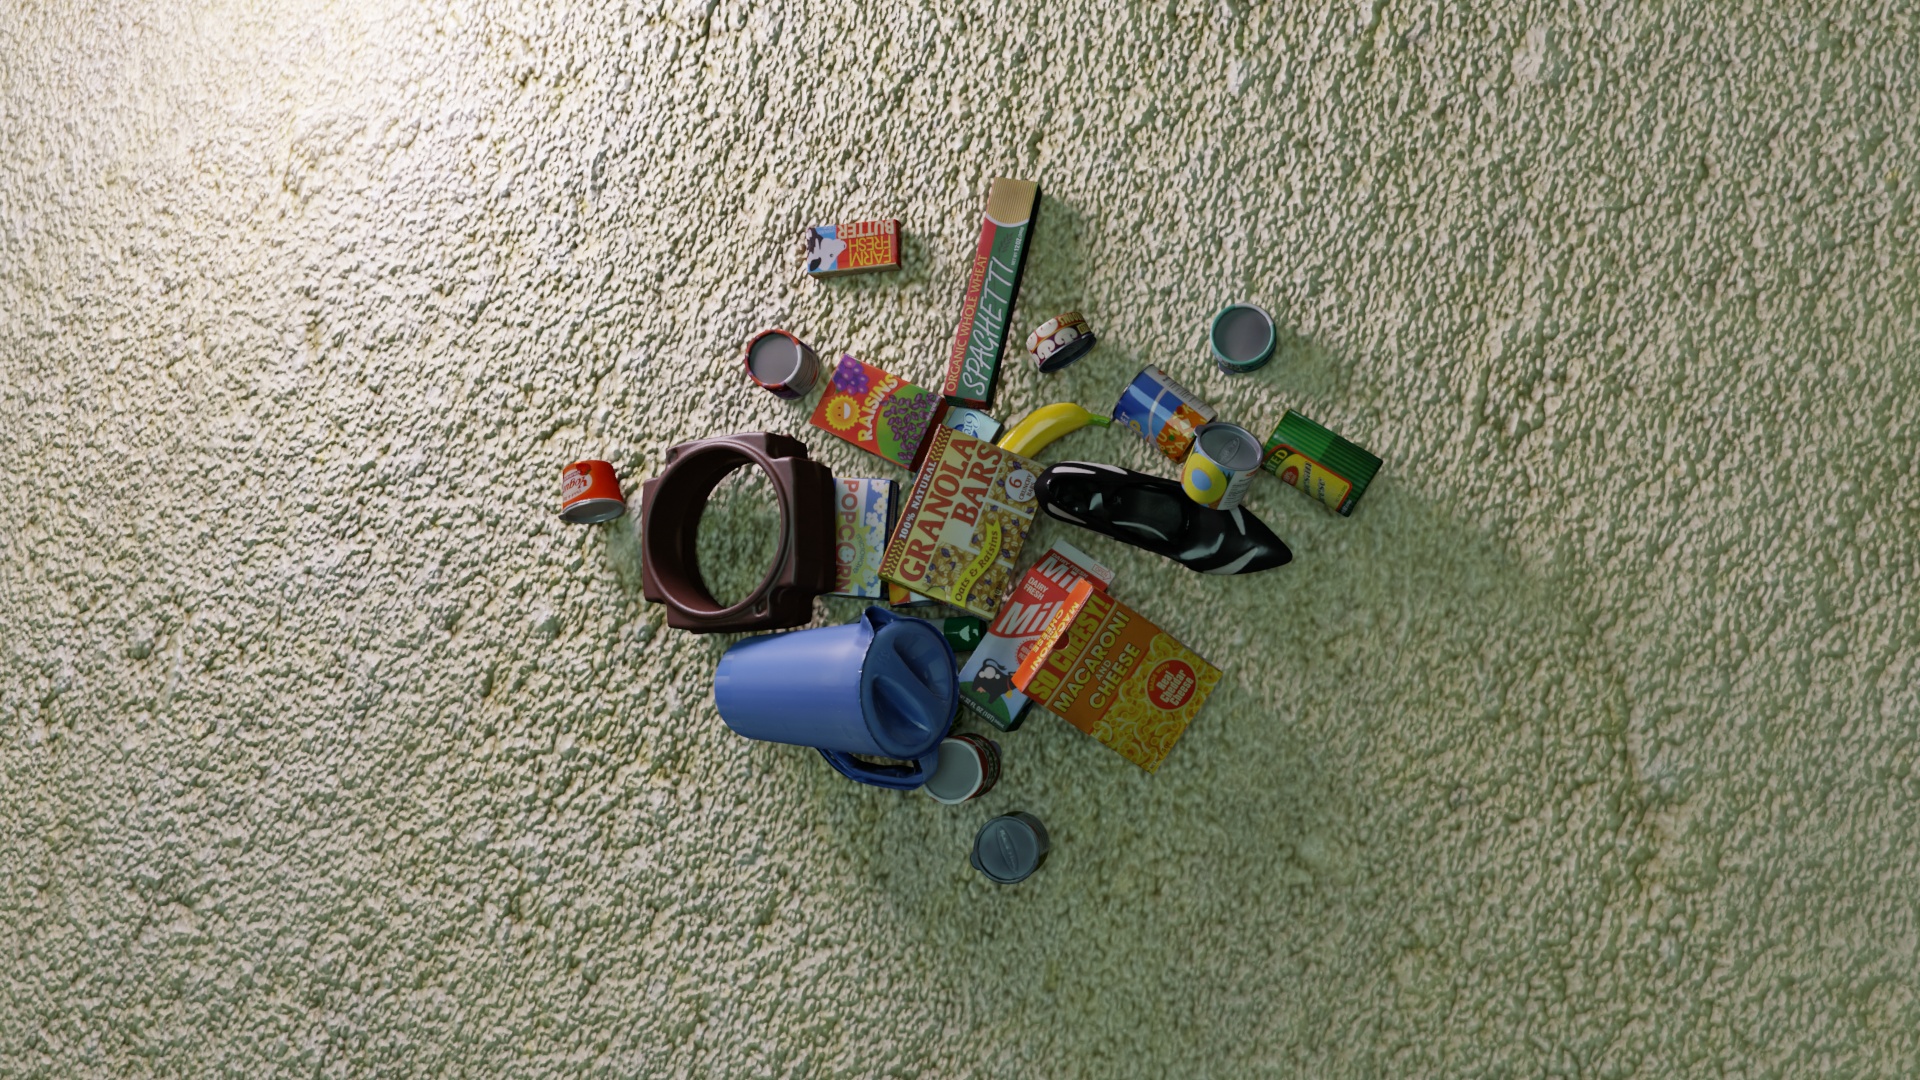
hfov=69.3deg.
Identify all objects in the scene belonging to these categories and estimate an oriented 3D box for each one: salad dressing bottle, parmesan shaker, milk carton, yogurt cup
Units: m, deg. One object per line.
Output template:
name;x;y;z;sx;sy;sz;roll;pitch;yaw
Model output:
salad dressing bottle;-0.048;0.101;1.434;0.147;0.044;0.064;-6;86;13
parmesan shaker;0.348;-0.076;1.345;0.103;0.071;0.071;32;92;15
milk carton;0.074;0.094;1.390;0.072;0.073;0.190;33;92;14
yogurt cup;-0.406;-0.054;1.527;0.072;0.072;0.054;-16;73;11

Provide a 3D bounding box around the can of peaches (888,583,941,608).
can of peaches;-0.043;0.038;1.430;0.071;0.071;0.058;-6;83;13

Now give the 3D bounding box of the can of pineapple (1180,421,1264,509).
can of pineapple;0.251;-0.073;1.342;0.071;0.057;0.071;8;46;-8

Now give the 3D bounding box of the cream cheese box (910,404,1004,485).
cream cheese box;-0.002;-0.090;1.454;0.053;0.024;0.103;31;91;14

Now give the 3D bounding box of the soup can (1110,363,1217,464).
soup can;0.203;-0.123;1.388;0.084;0.071;0.071;39;94;14

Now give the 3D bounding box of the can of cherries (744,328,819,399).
can of cherries;-0.194;-0.190;1.493;0.071;0.058;0.071;-1;84;13

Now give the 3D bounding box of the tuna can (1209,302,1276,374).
tuna can;0.282;-0.202;1.394;0.071;0.033;0.071;-1;83;13

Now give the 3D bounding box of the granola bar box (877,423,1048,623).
granola bar box;0.005;-0.017;1.383;0.124;0.039;0.166;22;82;1

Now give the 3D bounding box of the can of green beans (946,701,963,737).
can of green beans;-0.035;0.173;1.415;0.071;0.058;0.071;-1;84;13

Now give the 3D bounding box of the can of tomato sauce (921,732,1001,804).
can of tomato sauce;0.001;0.227;1.388;0.071;0.083;0.071;-1;84;14

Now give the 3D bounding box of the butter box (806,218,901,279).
butter box;-0.115;-0.316;1.506;0.103;0.024;0.053;-4;84;13

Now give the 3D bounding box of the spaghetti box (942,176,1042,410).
spaghetti box;0.034;-0.258;1.449;0.050;0.028;0.250;11;80;15

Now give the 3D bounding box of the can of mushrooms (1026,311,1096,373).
can of mushrooms;0.104;-0.204;1.418;0.071;0.071;0.033;-29;77;9

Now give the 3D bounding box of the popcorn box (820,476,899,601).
popcorn box;-0.114;-0.003;1.463;0.085;0.038;0.126;4;85;14

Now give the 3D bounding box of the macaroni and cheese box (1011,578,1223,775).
macaroni and cheese box;0.152;0.132;1.344;0.166;0.040;0.123;33;92;-17

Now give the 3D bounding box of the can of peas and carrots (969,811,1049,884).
can of peas and carrots;0.049;0.305;1.380;0.071;0.058;0.071;-1;84;14

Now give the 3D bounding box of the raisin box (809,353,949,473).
raisin box;-0.085;-0.134;1.471;0.123;0.040;0.086;26;91;15
